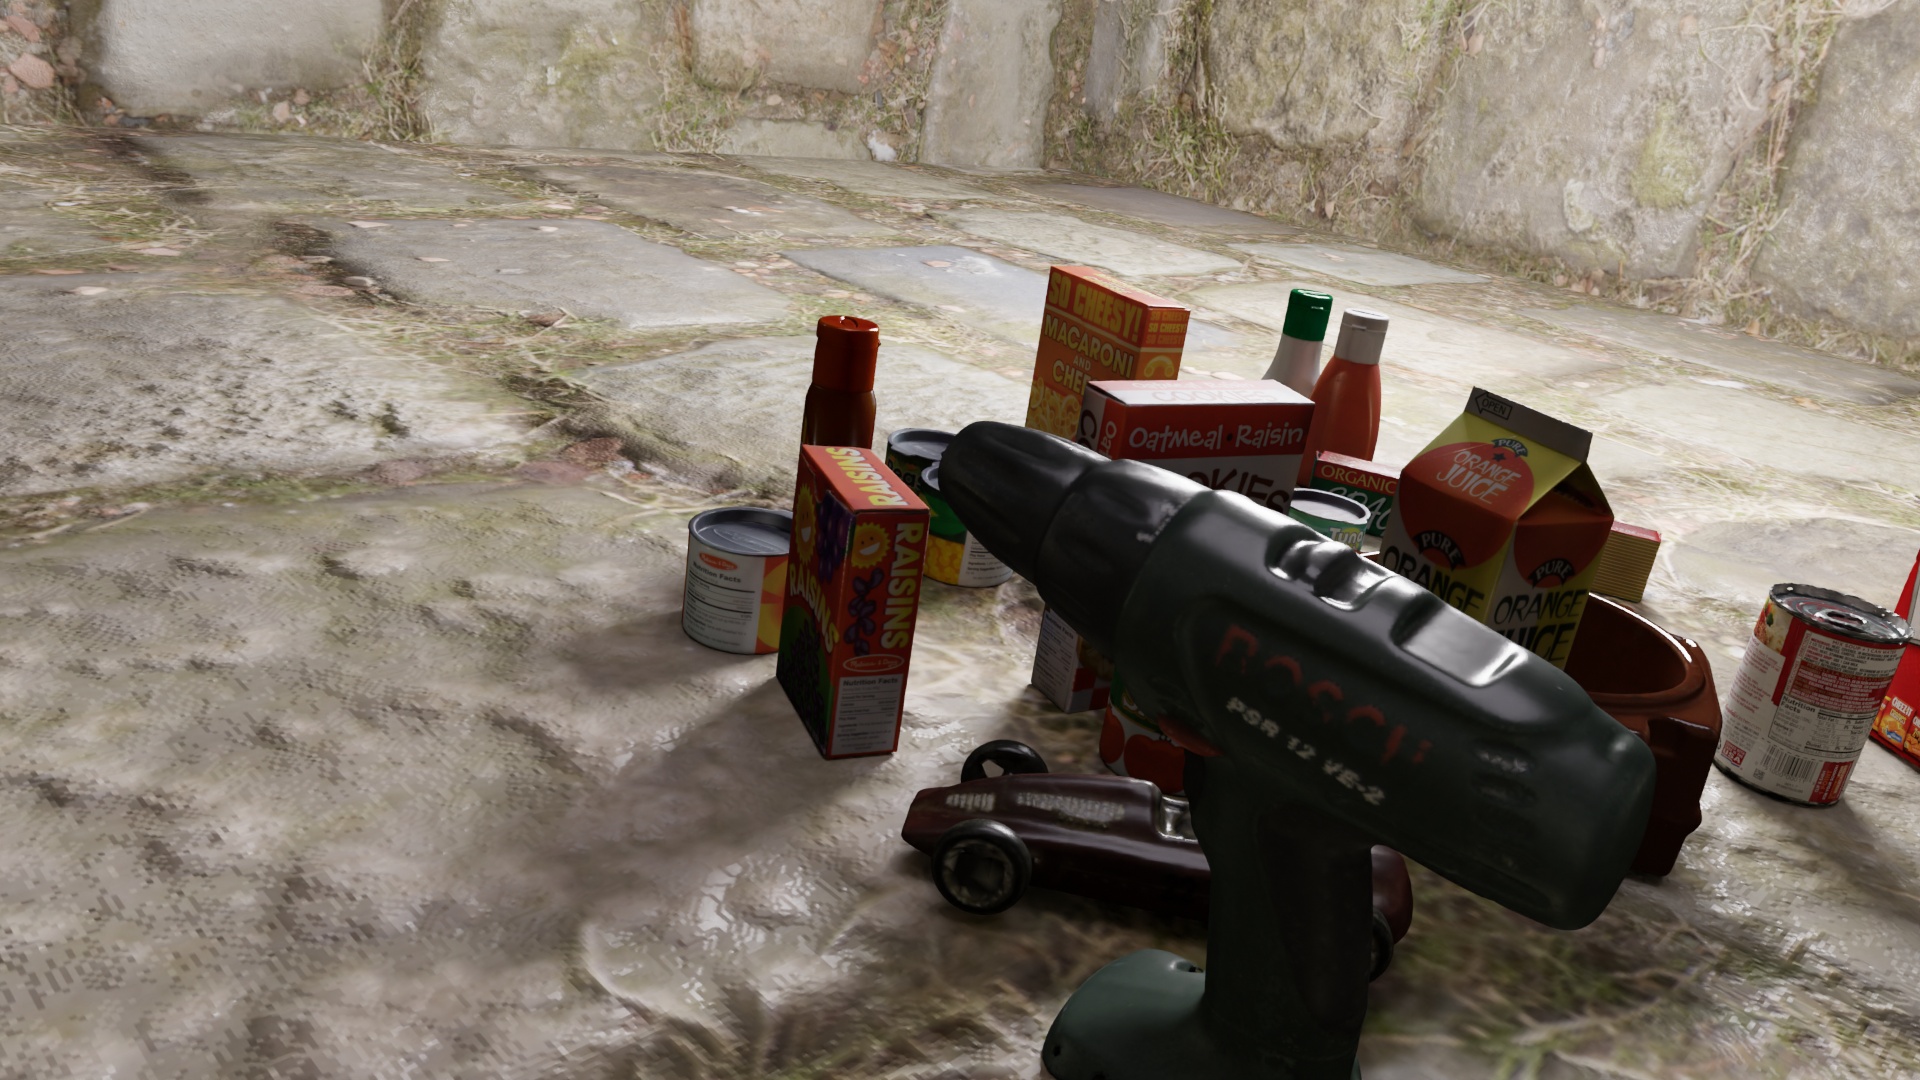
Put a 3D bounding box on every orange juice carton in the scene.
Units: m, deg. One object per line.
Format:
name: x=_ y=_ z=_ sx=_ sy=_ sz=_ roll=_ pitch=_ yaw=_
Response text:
orange juice carton: x=0.253 y=0.026 z=0.681 sx=0.073 sy=0.191 sz=0.072 roll=-3 pitch=23 yaw=-30

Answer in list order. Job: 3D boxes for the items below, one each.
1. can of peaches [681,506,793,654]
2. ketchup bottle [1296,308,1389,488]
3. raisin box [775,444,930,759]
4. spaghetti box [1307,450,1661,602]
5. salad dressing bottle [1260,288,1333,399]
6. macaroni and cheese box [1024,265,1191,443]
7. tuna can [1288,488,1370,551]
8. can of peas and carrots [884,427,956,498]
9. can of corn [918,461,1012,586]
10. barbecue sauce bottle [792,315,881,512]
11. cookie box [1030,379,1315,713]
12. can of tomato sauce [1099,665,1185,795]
can of peaches: x=-0.112 y=0.020 z=0.738 sx=0.071 sy=0.057 sz=0.071 roll=8 pitch=21 yaw=-3
ketchup bottle: x=0.313 y=-0.112 z=1.129 sx=0.065 sy=0.148 sz=0.044 roll=18 pitch=22 yaw=24
raisin box: x=-0.054 y=0.027 z=0.652 sx=0.040 sy=0.123 sz=0.086 roll=0 pitch=22 yaw=-23
spaghetti box: x=0.383 y=-0.013 z=1.037 sx=0.250 sy=0.050 sz=0.029 roll=16 pitch=21 yaw=18
salad dressing bottle: x=0.286 y=-0.141 z=1.194 sx=0.064 sy=0.147 sz=0.044 roll=6 pitch=20 yaw=-7
macaroni and cheese box: x=0.097 y=-0.099 z=0.981 sx=0.040 sy=0.165 sz=0.124 roll=-3 pitch=24 yaw=-30
tuna can: x=0.262 y=-0.011 z=1.007 sx=0.071 sy=0.032 sz=0.071 roll=8 pitch=21 yaw=-3
can of peas and carrots: x=-0.021 y=-0.036 z=0.921 sx=0.071 sy=0.058 sz=0.071 roll=8 pitch=21 yaw=-3
can of corn: x=0.003 y=-0.011 z=0.865 sx=0.071 sy=0.058 sz=0.071 roll=8 pitch=21 yaw=-3
barbecue sauce bottle: x=-0.074 y=-0.058 z=0.830 sx=0.044 sy=0.148 sz=0.065 roll=4 pitch=21 yaw=-12
cookie box: x=0.109 y=0.001 z=0.725 sx=0.123 sy=0.166 sz=0.040 roll=-4 pitch=24 yaw=-31
can of tomato sauce: x=0.104 y=0.070 z=0.660 sx=0.071 sy=0.082 sz=0.071 roll=8 pitch=20 yaw=-3
